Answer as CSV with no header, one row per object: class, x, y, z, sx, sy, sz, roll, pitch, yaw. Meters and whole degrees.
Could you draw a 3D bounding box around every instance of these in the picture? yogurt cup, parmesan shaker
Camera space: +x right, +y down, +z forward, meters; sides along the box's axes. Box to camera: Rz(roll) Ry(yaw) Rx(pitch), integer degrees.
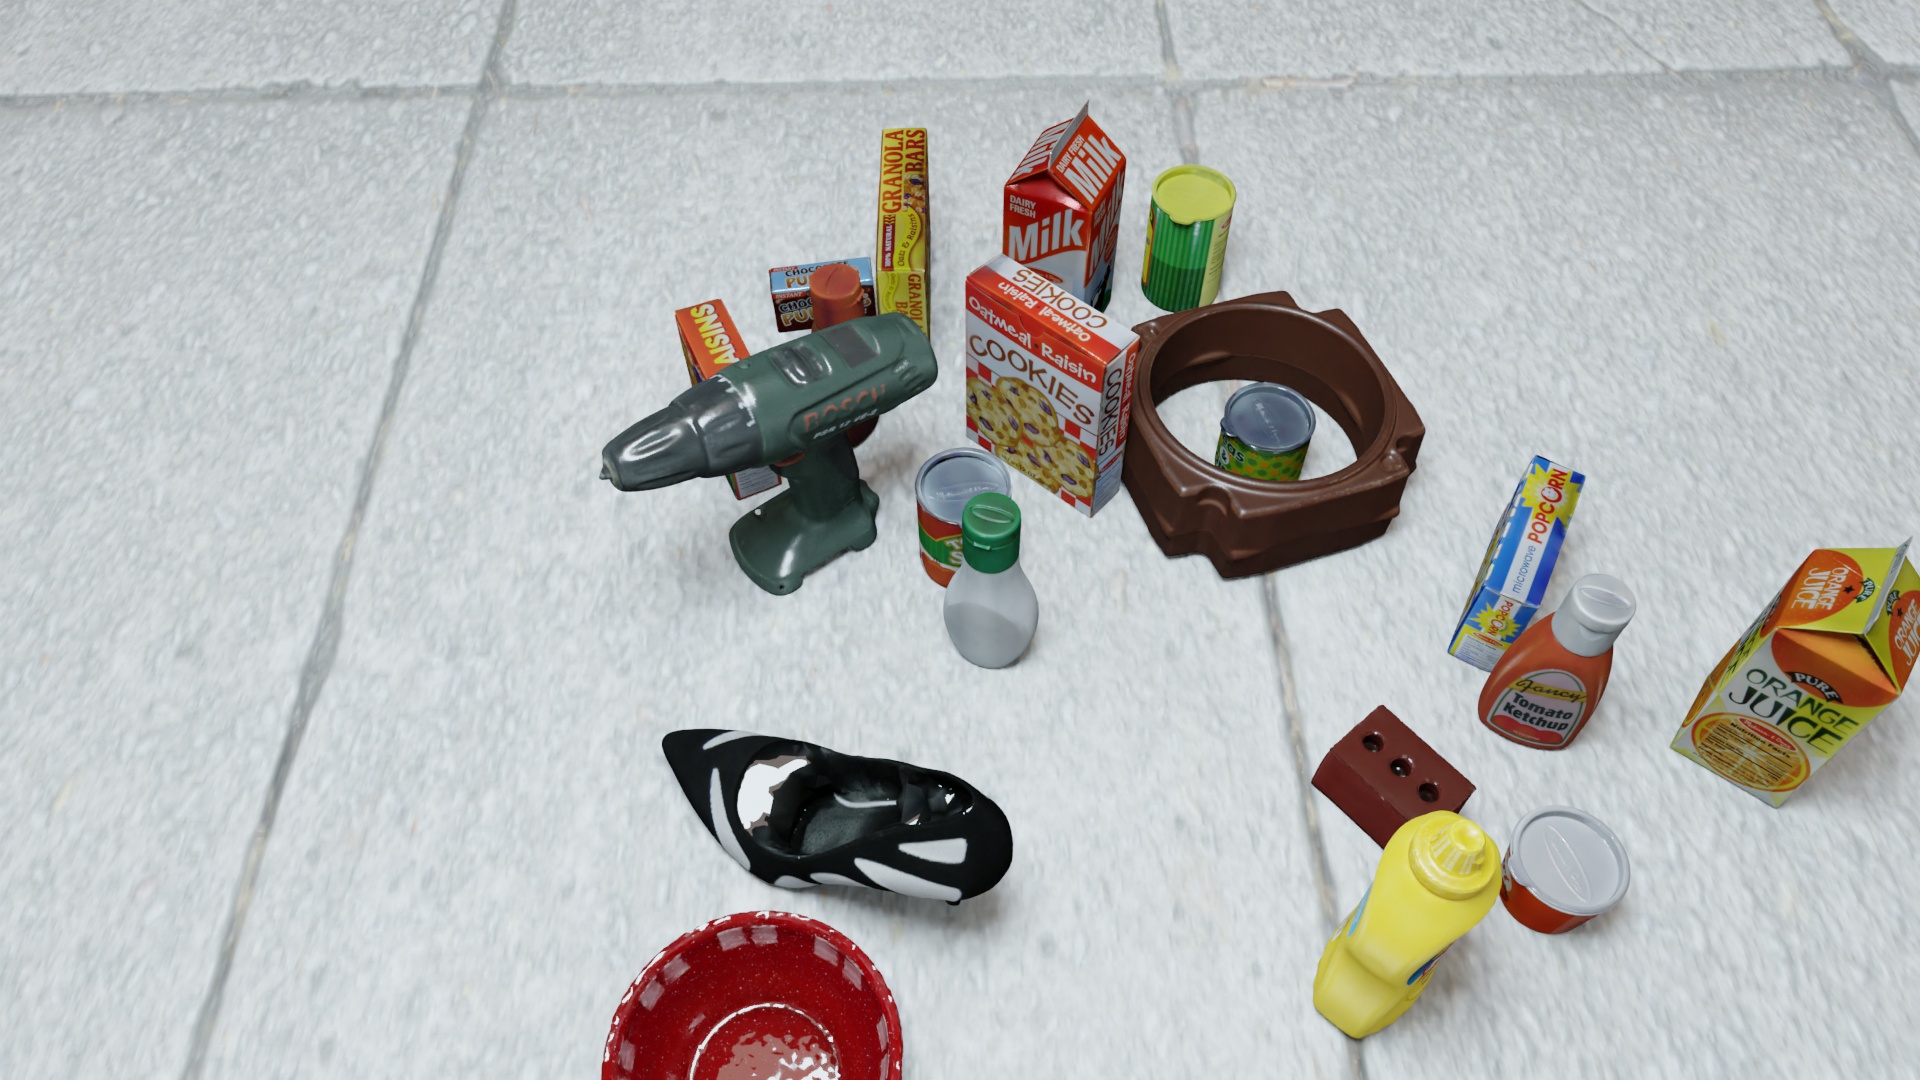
yogurt cup,0.356,0.200,0.830,0.072,0.053,0.073,0,54,0
parmesan shaker,0.182,-0.241,1.124,0.071,0.102,0.071,0,54,0

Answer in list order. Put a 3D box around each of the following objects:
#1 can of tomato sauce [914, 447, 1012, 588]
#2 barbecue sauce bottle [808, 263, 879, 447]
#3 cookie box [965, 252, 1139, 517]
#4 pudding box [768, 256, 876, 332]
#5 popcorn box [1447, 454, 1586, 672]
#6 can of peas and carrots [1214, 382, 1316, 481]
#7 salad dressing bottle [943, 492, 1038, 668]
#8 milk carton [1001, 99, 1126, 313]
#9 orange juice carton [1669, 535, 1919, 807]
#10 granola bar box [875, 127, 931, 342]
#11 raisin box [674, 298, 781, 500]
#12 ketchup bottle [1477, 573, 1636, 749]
can of tomato sauce,0.003,-0.012,0.970,0.071,0.082,0.071,0,54,0
barbecue sauce bottle,-0.086,-0.137,1.022,0.044,0.147,0.065,14,55,11
cookie box,0.060,-0.107,0.987,0.123,0.166,0.040,35,62,23
pudding box,-0.111,-0.200,1.129,0.084,0.049,0.030,-7,54,-5
popcorn box,0.378,0.016,0.945,0.038,0.084,0.127,24,57,17
can of peas and carrots,0.222,-0.073,1.028,0.071,0.058,0.071,0,54,0
salad dressing bottle,0.020,0.027,0.901,0.064,0.146,0.044,16,56,12
milk carton,0.078,-0.242,1.072,0.073,0.189,0.073,21,57,15
orange juice carton,0.511,0.076,0.835,0.073,0.191,0.072,32,60,22
granola bar box,-0.044,-0.226,1.101,0.039,0.123,0.166,-1,54,0
raisin box,-0.169,-0.102,1.012,0.040,0.122,0.086,-20,56,-14
ketchup bottle,0.373,0.075,0.863,0.065,0.148,0.044,19,56,14
